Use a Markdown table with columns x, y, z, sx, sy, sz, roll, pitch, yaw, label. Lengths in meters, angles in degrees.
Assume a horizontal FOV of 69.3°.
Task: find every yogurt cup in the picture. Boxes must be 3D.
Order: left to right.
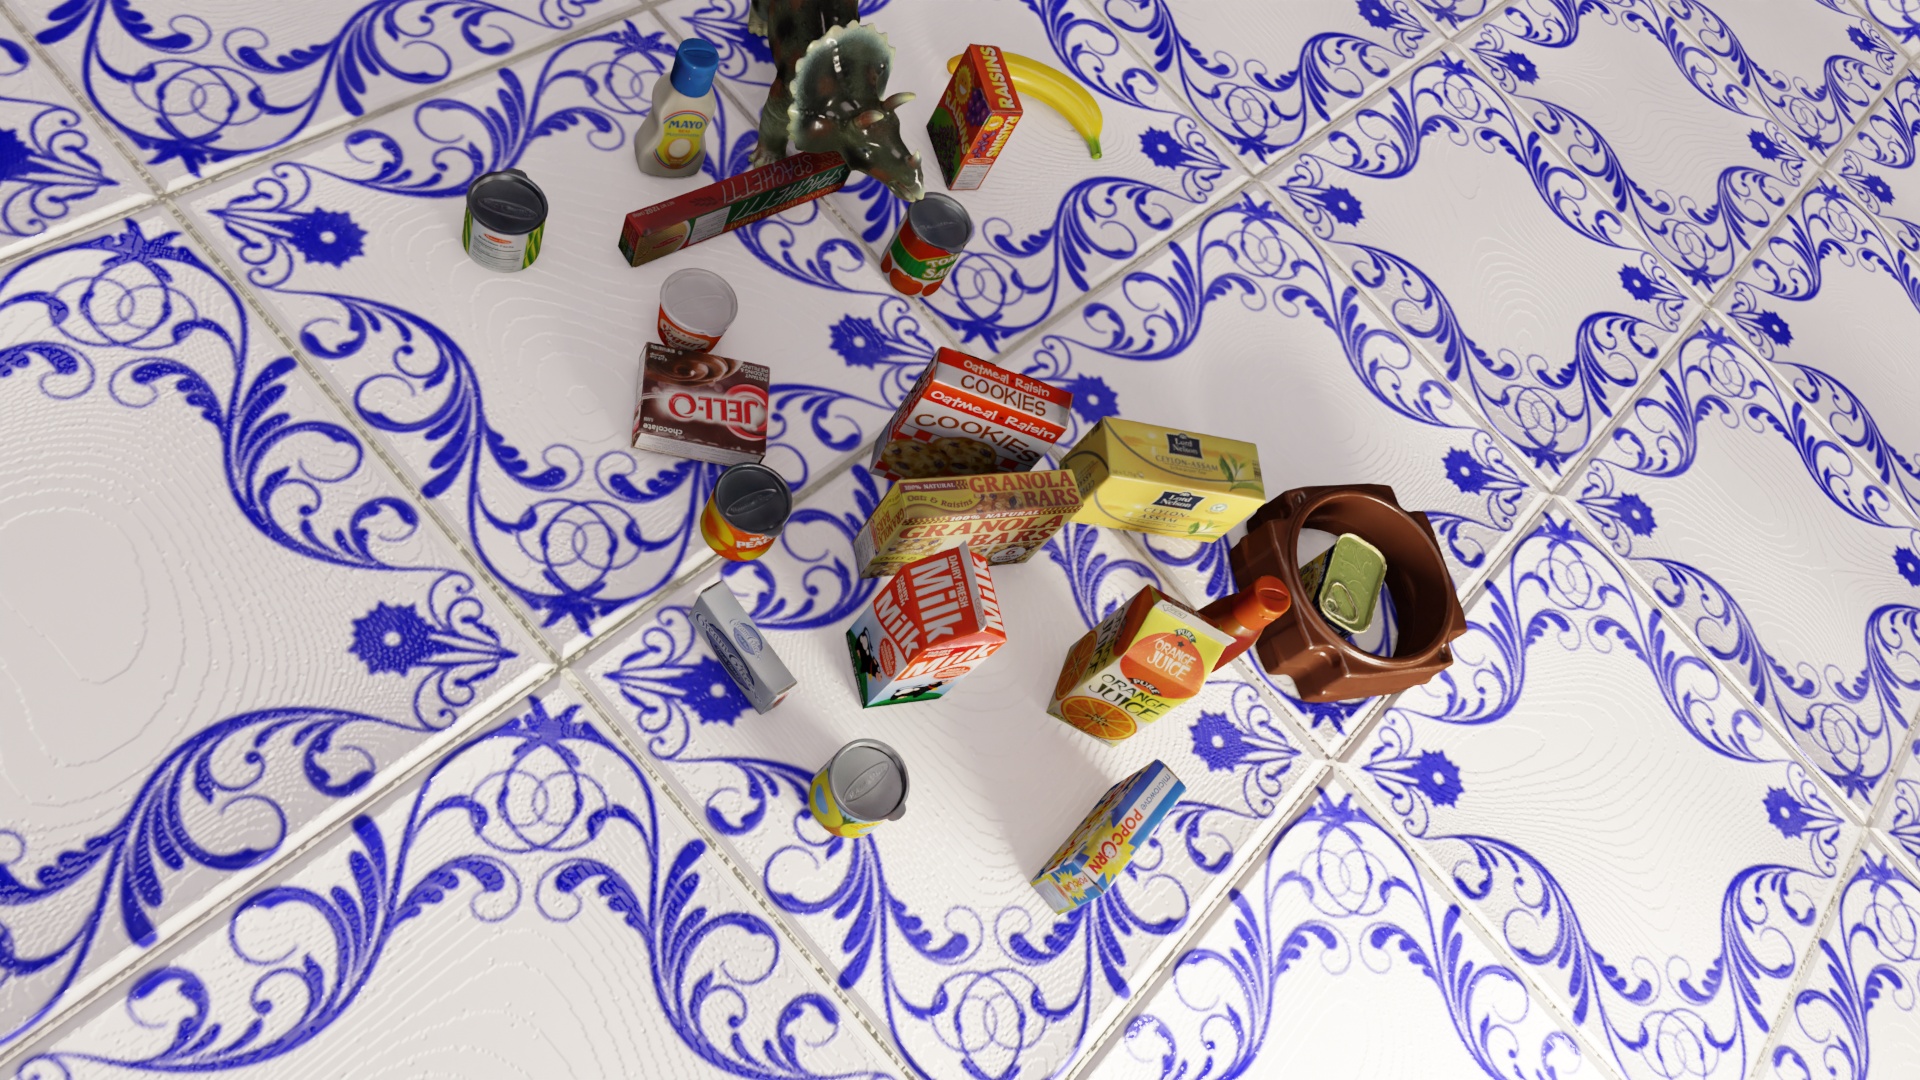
| x | y | z | sx | sy | sz | roll | pitch | yaw | label |
| --- | --- | --- | --- | --- | --- | --- | --- | --- | --- |
| -0.235 | -0.198 | 1.224 | 0.072 | 0.053 | 0.072 | 10 | 61 | -19 | yogurt cup |

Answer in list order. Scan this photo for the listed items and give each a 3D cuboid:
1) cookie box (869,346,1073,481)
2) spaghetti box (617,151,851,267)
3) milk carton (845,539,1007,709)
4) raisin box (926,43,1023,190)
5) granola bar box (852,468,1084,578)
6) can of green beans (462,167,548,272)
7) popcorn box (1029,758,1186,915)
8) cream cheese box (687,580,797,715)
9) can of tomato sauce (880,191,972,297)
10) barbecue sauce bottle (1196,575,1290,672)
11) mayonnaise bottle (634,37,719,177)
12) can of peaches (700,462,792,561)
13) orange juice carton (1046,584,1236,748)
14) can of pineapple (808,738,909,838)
| x | y | z | sx | sy | sz | roll | pitch | yaw | label |
| --- | --- | --- | --- | --- | --- | --- | --- | --- | --- |
| 0.006 | -0.094 | 1.210 | 0.123 | 0.166 | 0.040 | 18 | 59 | -15 | cookie box |
| -0.205 | -0.318 | 1.301 | 0.251 | 0.050 | 0.029 | -31 | 80 | -33 | spaghetti box |
| -0.023 | 0.069 | 1.101 | 0.073 | 0.189 | 0.072 | -5 | 67 | -26 | milk carton |
| 0.012 | -0.428 | 1.409 | 0.040 | 0.122 | 0.086 | -6 | 68 | -26 | raisin box |
| 0.004 | -0.015 | 1.195 | 0.166 | 0.123 | 0.039 | -5 | 68 | -26 | granola bar box |
| -0.391 | -0.272 | 1.191 | 0.071 | 0.057 | 0.071 | 10 | 61 | -19 | can of green beans |
| 0.122 | 0.243 | 1.140 | 0.038 | 0.085 | 0.127 | 46 | 56 | 3 | popcorn box |
| -0.175 | 0.086 | 1.107 | 0.024 | 0.053 | 0.104 | -33 | 81 | -33 | cream cheese box |
| -0.033 | -0.283 | 1.340 | 0.071 | 0.082 | 0.071 | 10 | 62 | -19 | can of tomato sauce |
| 0.238 | 0.077 | 1.238 | 0.065 | 0.148 | 0.044 | 12 | 61 | -19 | barbecue sauce bottle |
| -0.253 | -0.389 | 1.257 | 0.065 | 0.147 | 0.041 | -5 | 68 | -26 | mayonnaise bottle |
| -0.178 | -0.021 | 1.157 | 0.071 | 0.057 | 0.071 | 10 | 61 | -19 | can of peaches |
| 0.151 | 0.101 | 1.160 | 0.072 | 0.191 | 0.073 | 29 | 57 | -8 | orange juice carton |
| -0.079 | 0.197 | 1.090 | 0.071 | 0.057 | 0.071 | 10 | 61 | -19 | can of pineapple |
